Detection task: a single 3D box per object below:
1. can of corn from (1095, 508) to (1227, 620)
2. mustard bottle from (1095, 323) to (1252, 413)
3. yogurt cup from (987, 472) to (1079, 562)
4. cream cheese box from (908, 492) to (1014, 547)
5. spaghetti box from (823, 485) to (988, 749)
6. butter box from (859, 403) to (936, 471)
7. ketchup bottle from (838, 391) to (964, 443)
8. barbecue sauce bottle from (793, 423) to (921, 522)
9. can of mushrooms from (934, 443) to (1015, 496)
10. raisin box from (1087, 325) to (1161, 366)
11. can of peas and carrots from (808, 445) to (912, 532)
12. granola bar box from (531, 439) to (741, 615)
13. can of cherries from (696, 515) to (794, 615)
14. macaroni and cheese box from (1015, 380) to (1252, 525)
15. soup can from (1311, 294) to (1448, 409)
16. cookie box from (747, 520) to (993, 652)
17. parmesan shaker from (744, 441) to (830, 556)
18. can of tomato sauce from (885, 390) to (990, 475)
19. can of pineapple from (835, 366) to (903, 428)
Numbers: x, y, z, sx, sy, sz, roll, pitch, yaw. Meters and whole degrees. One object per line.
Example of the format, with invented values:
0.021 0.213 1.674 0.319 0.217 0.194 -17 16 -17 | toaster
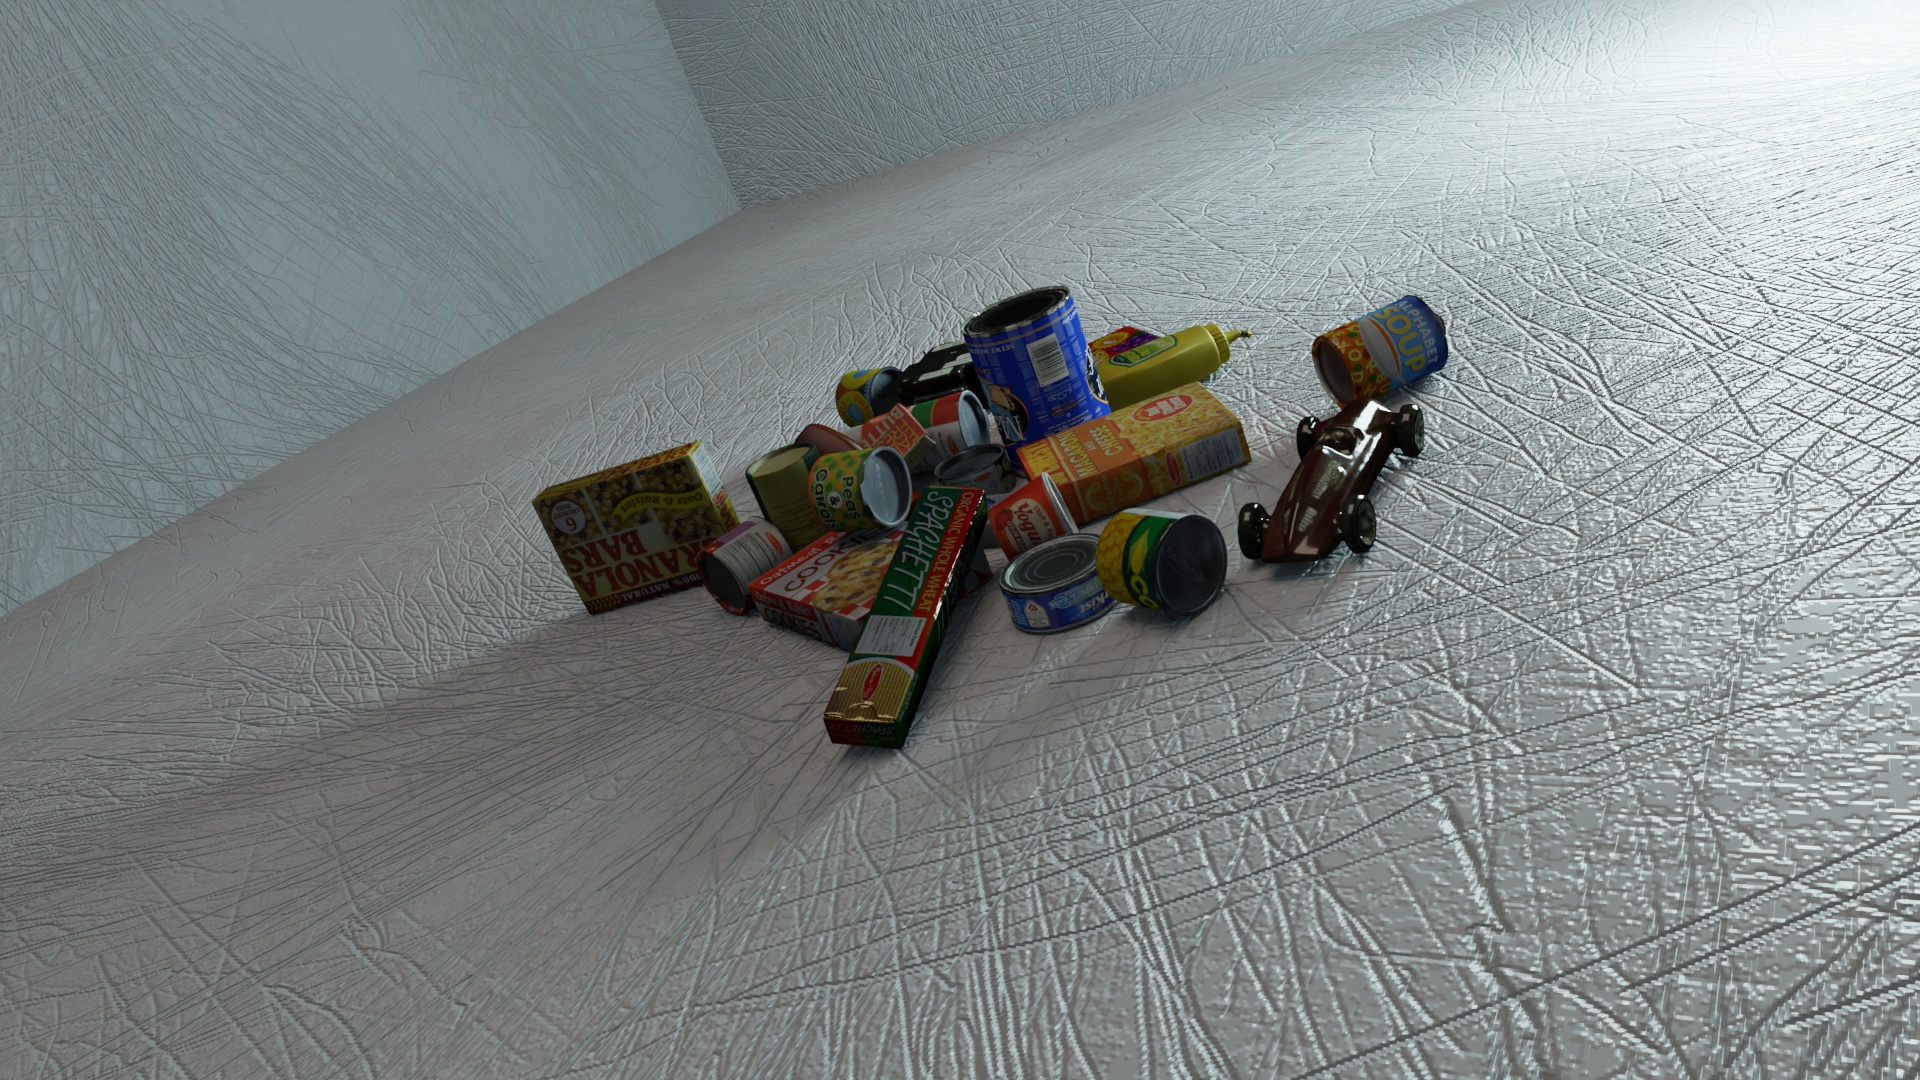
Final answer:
0.131 0.015 0.914 0.071 0.071 0.058 -34 24 -28 | can of corn
0.198 -0.166 1.293 0.160 0.048 0.065 -25 24 -8 | mustard bottle
0.056 -0.010 1.043 0.054 0.072 0.072 -27 21 8 | yogurt cup
0.004 -0.014 1.150 0.103 0.024 0.054 -5 27 35 | cream cheese box
-0.032 0.045 0.969 0.050 0.028 0.251 3 39 16 | spaghetti box
-0.074 -0.072 1.278 0.103 0.024 0.053 -46 53 5 | butter box
-0.059 -0.110 1.403 0.148 0.043 0.065 -13 22 20 | ketchup bottle
-0.091 -0.051 1.234 0.149 0.064 0.043 29 7 35 | barbecue sauce bottle
0.014 -0.058 1.230 0.071 0.033 0.071 -19 22 8 | can of mushrooms
0.134 -0.164 1.360 0.123 0.040 0.086 -26 22 -9 | raisin box
-0.082 -0.040 1.120 0.058 0.070 0.071 -6 27 33 | can of peas and carrots
-0.290 -0.010 1.274 0.165 0.123 0.039 -15 23 15 | granola bar box
-0.183 0.023 1.183 0.071 0.071 0.059 5 35 48 | can of cherries
0.138 -0.069 1.135 0.166 0.040 0.124 -21 22 1 | macaroni and cheese box
0.334 -0.150 1.105 0.084 0.071 0.071 -25 22 -7 | soup can
-0.074 0.032 1.093 0.123 0.040 0.167 -34 26 -28 | cookie box
-0.134 -0.027 1.200 0.071 0.102 0.071 -18 22 8 | parmesan shaker
-0.022 -0.102 1.321 0.083 0.071 0.071 -12 24 24 | can of tomato sauce
-0.095 -0.153 1.507 0.058 0.070 0.071 0 30 43 | can of pineapple
